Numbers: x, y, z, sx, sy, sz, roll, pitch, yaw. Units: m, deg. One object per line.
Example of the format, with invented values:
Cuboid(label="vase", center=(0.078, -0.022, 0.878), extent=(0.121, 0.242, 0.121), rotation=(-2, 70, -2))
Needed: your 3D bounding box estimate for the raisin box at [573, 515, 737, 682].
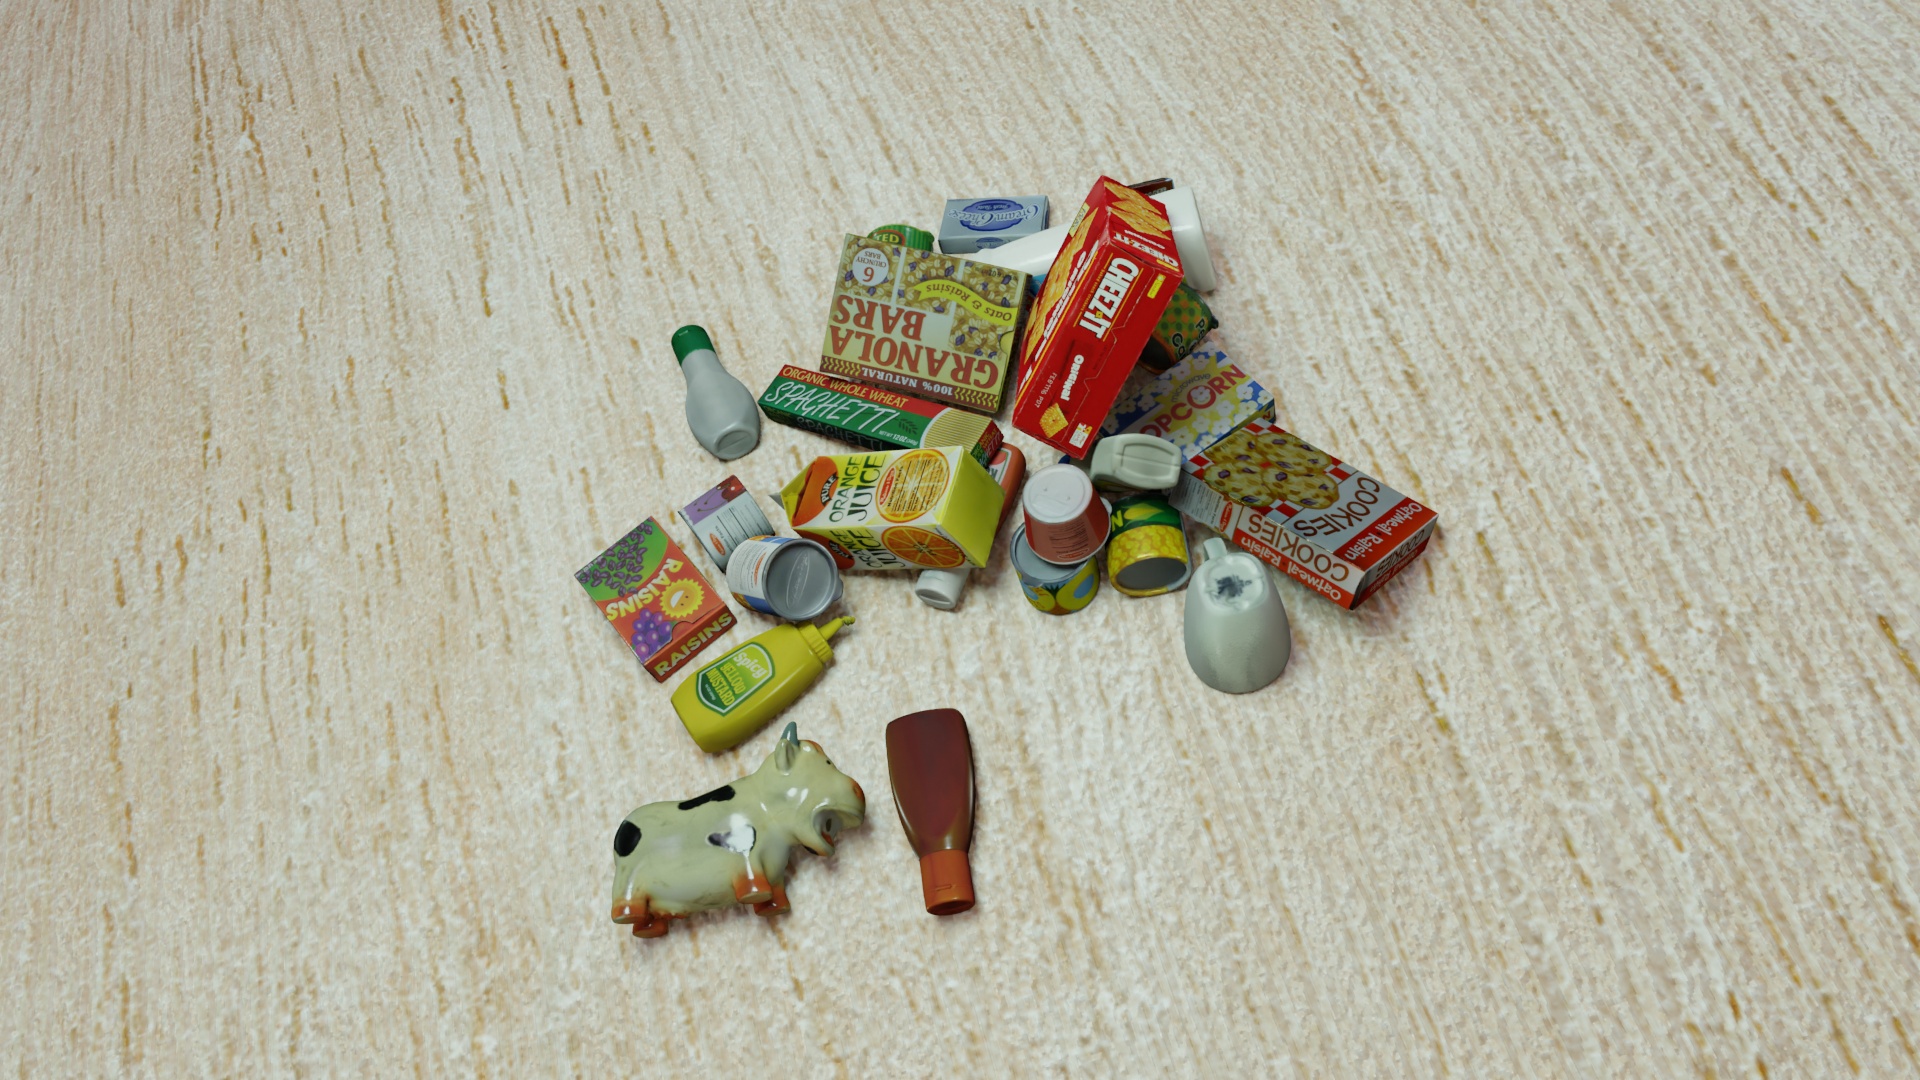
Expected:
Cuboid(label="raisin box", center=(-0.261, 0.049, 1.188), extent=(0.086, 0.040, 0.124), rotation=(-38, 59, -12))

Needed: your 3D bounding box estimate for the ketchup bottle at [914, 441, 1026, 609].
Cuboid(label="ketchup bottle", center=(0.004, -0.015, 1.161), extent=(0.065, 0.043, 0.149), rotation=(10, 63, 24))

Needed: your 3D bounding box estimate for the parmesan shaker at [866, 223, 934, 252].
Cuboid(label="parmesan shaker", center=(-0.058, -0.236, 1.295), extent=(0.071, 0.071, 0.103), rotation=(-5, 58, 11))

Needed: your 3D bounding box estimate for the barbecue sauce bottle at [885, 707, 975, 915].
Cuboid(label="barbecue sauce bottle", center=(-0.017, 0.201, 1.035), extent=(0.065, 0.043, 0.149), rotation=(-13, 58, 6))

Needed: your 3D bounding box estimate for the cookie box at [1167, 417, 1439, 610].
Cuboid(label="cookie box", center=(0.265, -0.024, 1.076), extent=(0.168, 0.040, 0.123), rotation=(34, 42, 28))

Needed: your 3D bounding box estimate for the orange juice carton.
Cuboid(label="orange juice carton", center=(-0.067, -0.024, 1.133), extent=(0.192, 0.071, 0.073), rotation=(-2, 60, 35))

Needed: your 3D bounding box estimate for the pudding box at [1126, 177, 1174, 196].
Cuboid(label="pudding box", center=(0.172, -0.316, 1.285), extent=(0.049, 0.030, 0.084), rotation=(-11, 14, 6))

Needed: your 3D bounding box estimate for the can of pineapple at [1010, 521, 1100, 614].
Cuboid(label="can of pineapple", center=(0.075, 0.020, 1.114), extent=(0.071, 0.057, 0.071), rotation=(-6, 58, 10))

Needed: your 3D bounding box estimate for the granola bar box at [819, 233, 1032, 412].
Cuboid(label="granola bar box", center=(-0.031, -0.191, 1.218), extent=(0.166, 0.039, 0.124), rotation=(14, 101, 8))

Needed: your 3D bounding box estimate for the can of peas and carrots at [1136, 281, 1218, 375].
Cuboid(label="can of peas and carrots", center=(0.179, -0.184, 1.209), extent=(0.071, 0.070, 0.059), rotation=(33, 72, 28))

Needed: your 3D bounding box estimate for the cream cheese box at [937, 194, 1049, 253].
Cuboid(label="cream cheese box", center=(0.033, -0.306, 1.342), extent=(0.104, 0.024, 0.053), rotation=(1, 60, 14))

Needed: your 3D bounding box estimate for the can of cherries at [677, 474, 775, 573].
Cuboid(label="can of cherries", center=(-0.202, -0.016, 1.198), extent=(0.058, 0.071, 0.072), rotation=(-36, 58, -9))

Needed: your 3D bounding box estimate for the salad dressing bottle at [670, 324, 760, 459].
Cuboid(label="salad dressing bottle", center=(-0.232, -0.141, 1.295), extent=(0.064, 0.043, 0.148), rotation=(-28, 56, 0))

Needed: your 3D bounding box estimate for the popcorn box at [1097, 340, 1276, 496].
Cuboid(label="popcorn box", center=(0.190, -0.101, 1.171), extent=(0.127, 0.038, 0.085), rotation=(-35, 58, -9))

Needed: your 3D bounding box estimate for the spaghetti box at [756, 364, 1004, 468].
Cuboid(label="spaghetti box", center=(-0.076, -0.106, 1.216), extent=(0.250, 0.028, 0.050), rotation=(19, 66, 35))

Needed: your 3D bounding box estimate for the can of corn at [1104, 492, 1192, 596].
Cuboid(label="can of corn", center=(0.145, 0.004, 1.101), extent=(0.071, 0.071, 0.058), rotation=(-10, 58, 7))

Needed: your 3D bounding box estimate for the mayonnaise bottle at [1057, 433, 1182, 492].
Cuboid(label="mayonnaise bottle", center=(0.119, -0.058, 1.106), extent=(0.065, 0.148, 0.041), rotation=(10, 86, -16))

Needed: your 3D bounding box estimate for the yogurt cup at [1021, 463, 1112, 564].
Cuboid(label="yogurt cup", center=(0.079, -0.023, 1.071), extent=(0.072, 0.053, 0.073), rotation=(-7, 58, 11))

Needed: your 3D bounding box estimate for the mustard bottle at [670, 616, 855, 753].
Cuboid(label="mustard bottle", center=(-0.154, 0.104, 1.123), extent=(0.160, 0.048, 0.065), rotation=(-35, 60, -9))

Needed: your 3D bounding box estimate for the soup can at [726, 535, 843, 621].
Cuboid(label="soup can", center=(-0.145, 0.031, 1.137), extent=(0.071, 0.071, 0.083), rotation=(-51, 24, -18))
